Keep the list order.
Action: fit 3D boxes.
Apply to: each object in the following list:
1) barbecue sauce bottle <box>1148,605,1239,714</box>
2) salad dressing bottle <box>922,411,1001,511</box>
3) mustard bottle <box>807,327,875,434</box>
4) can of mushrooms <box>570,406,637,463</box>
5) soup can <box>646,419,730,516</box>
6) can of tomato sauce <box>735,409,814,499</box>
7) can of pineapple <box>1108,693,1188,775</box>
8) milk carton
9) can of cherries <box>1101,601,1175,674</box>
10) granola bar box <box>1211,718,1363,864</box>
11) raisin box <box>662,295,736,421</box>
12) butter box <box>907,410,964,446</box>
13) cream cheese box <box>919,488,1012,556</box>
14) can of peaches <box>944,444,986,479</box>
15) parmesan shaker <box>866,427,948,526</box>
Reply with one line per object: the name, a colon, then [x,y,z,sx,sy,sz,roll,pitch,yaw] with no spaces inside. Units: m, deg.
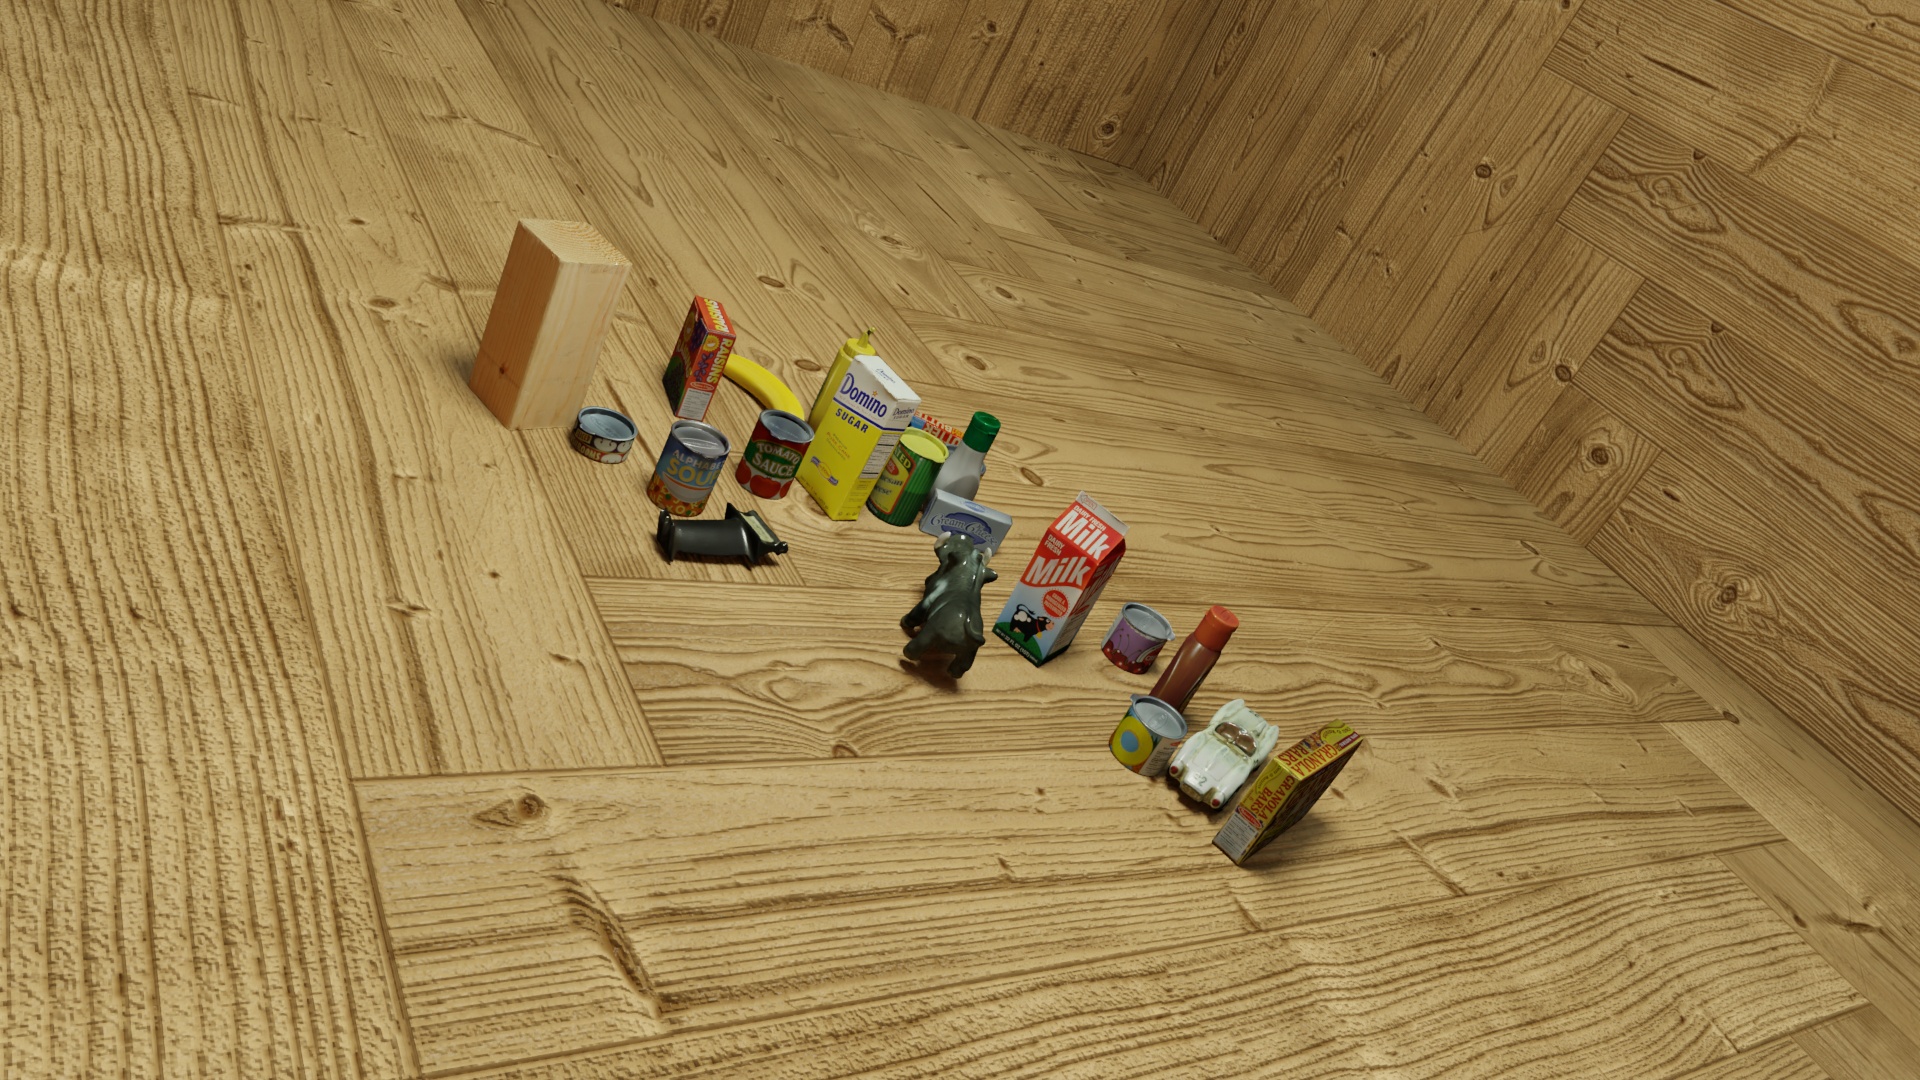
barbecue sauce bottle: [0.258,0.139,1.551,0.044,0.147,0.065,33,27,9]
salad dressing bottle: [0.003,-0.089,1.711,0.064,0.147,0.044,5,35,-38]
mustard bottle: [-0.145,-0.205,1.760,0.049,0.159,0.065,25,27,-6]
can of mushrooms: [-0.391,-0.115,1.517,0.071,0.033,0.071,22,28,-12]
soup can: [-0.291,-0.075,1.486,0.071,0.083,0.072,22,28,-12]
can of tomato sauce: [-0.214,-0.098,1.596,0.071,0.082,0.071,22,28,-12]
can of pineapple: [0.198,0.207,1.479,0.071,0.057,0.071,22,28,-12]
milk carton: [0.118,0.040,1.546,0.072,0.189,0.074,38,29,19]
can of cherries: [0.210,0.117,1.643,0.071,0.058,0.072,22,28,-12]
granola bar box: [0.344,0.260,1.449,0.039,0.123,0.166,42,30,24]
raisin box: [-0.315,-0.218,1.666,0.040,0.122,0.086,11,32,-31]
butter box: [-0.040,-0.135,1.851,0.103,0.053,0.024,25,27,-7]
cream cheese box: [0.006,-0.021,1.699,0.104,0.053,0.024,20,28,-16]
can of peaches: [-0.007,-0.082,1.786,0.071,0.057,0.071,22,28,-12]
parmesan shaker: [-0.064,-0.074,1.671,0.071,0.102,0.071,22,28,-12]
